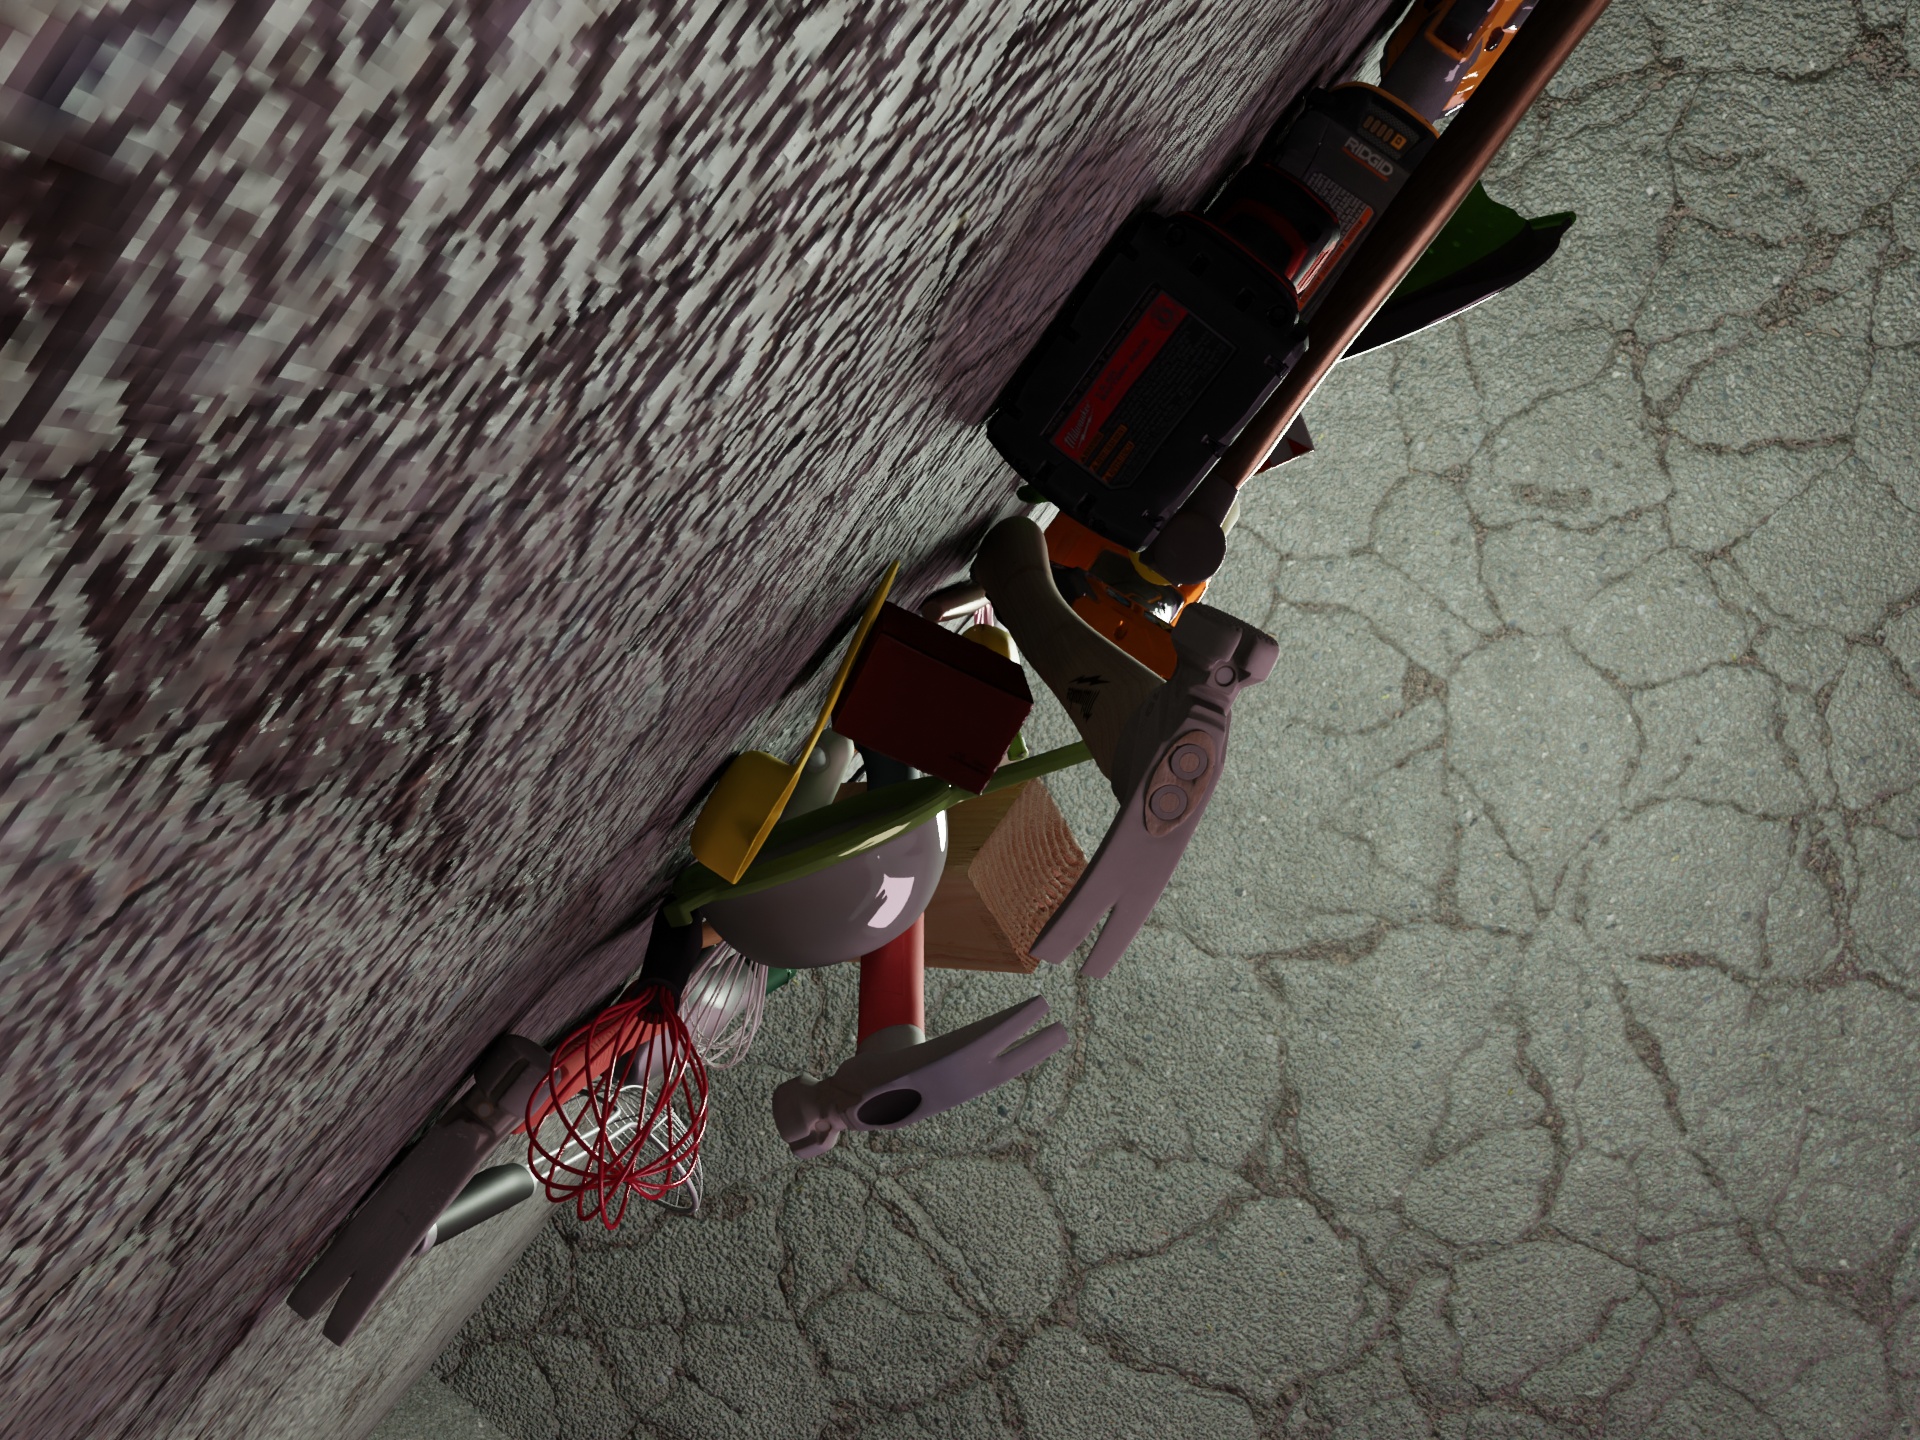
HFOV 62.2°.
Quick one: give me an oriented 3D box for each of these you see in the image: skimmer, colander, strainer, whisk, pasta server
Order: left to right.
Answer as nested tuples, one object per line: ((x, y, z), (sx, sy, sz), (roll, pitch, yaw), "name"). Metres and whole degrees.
((-0.258, 0.294, 0.985), (0.090, 0.127, 0.363), (-57, 169, 5), "skimmer")
((-0.140, 0.134, 0.713), (0.073, 0.073, 0.296), (-51, -169, 8), "whisk")
((-0.117, 0.111, 0.953), (0.059, 0.058, 0.246), (-3, 124, -52), "whisk")
((-0.014, 0.068, 0.801), (0.256, 0.069, 0.151), (-18, -175, 3), "strainer")
((0.014, -0.076, 1.062), (0.060, 0.040, 0.316), (-22, -177, 12), "pasta server")
((0.185, -0.254, 0.951), (0.397, 0.094, 0.205), (-32, -162, -17), "colander")

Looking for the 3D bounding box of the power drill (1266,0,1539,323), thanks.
((0.239, -0.331, 0.803), (0.226, 0.084, 0.185), (-55, 180, -19), "power drill")

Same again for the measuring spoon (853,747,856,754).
((-0.055, -0.015, 1.097), (0.117, 0.011, 0.021), (-55, 177, 25), "measuring spoon")

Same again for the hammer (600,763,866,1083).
((-0.135, 0.109, 1.184), (0.409, 0.036, 0.149), (-49, 177, -33), "hammer")

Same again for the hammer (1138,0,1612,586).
((0.185, -0.201, 0.708), (0.331, 0.031, 0.130), (-54, -177, 8), "hammer")

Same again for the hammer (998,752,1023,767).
((-0.002, -0.003, 1.043), (0.033, 0.128, 0.331), (-26, 169, 7), "hammer")

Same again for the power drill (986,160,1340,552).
((0.084, -0.149, 0.702), (0.188, 0.080, 0.227), (-52, -179, 28), "power drill")

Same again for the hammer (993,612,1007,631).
((0.102, -0.178, 1.208), (0.144, 0.035, 0.405), (-49, 178, -43), "hammer")

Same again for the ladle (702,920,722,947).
((-0.125, 0.130, 1.121), (0.069, 0.031, 0.315), (-60, 164, 14), "ladle")

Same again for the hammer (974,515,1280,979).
((0.045, -0.026, 0.762), (0.411, 0.038, 0.146), (-114, -133, -72), "hammer")

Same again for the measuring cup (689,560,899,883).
((-0.072, -0.004, 0.684), (0.156, 0.029, 0.062), (-63, 180, 5), "measuring cup")

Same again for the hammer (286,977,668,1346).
((-0.217, 0.195, 0.833), (0.149, 0.037, 0.359), (-51, 178, 3), "hammer")

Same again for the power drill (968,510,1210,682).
((0.090, -0.085, 1.059), (0.084, 0.164, 0.227), (-57, -176, 22), "power drill")

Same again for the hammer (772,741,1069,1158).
((-0.025, 0.080, 0.902), (0.143, 0.038, 0.387), (-25, -153, 11), "hammer")
